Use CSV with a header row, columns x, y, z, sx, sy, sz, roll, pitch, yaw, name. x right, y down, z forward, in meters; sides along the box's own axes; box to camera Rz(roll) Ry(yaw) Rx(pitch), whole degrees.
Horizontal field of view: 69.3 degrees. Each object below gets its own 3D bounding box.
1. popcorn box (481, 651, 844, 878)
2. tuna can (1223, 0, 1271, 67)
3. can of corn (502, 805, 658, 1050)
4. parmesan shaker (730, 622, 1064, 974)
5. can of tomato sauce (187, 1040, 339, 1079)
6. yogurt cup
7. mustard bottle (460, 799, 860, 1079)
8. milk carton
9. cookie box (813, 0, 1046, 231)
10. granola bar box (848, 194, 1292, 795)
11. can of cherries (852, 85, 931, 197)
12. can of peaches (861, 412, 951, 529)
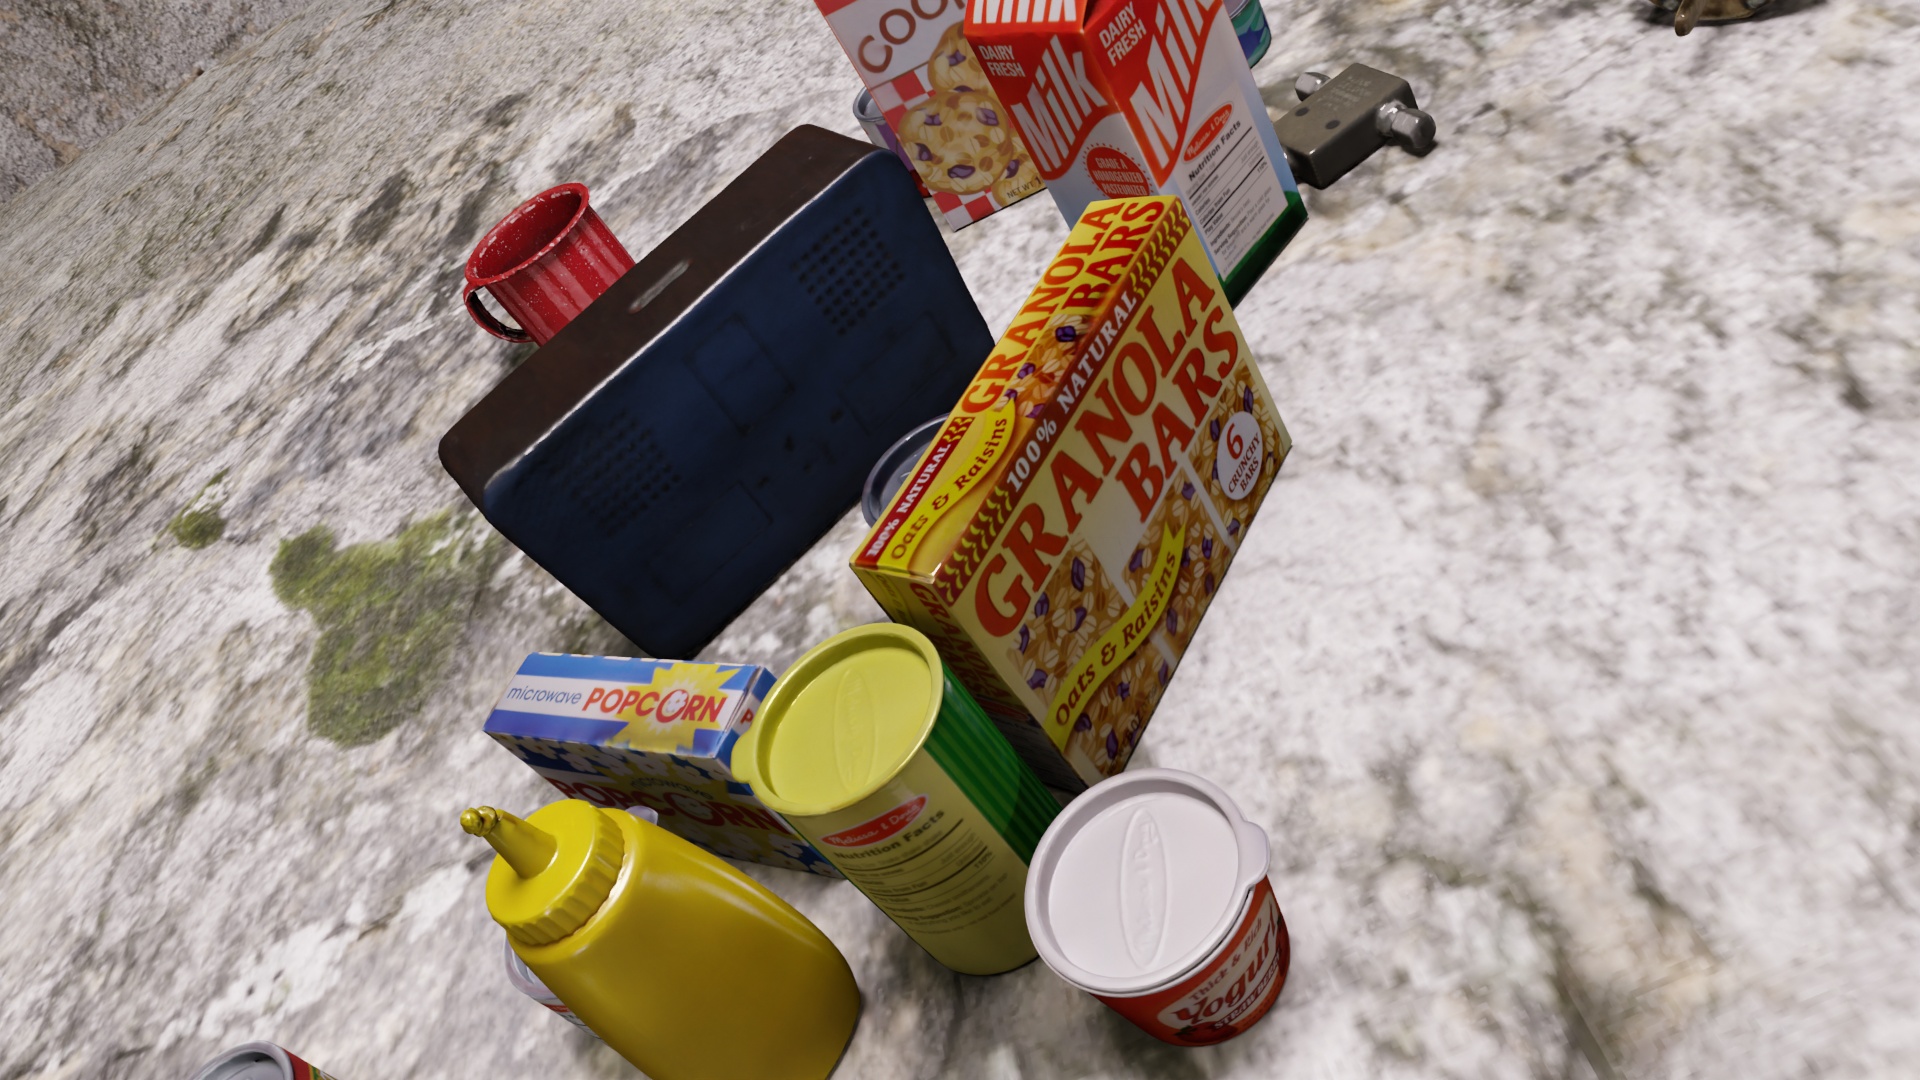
x,y,z,sx,sy,sz,roll,pitch,yaw,name
-0.103,0.081,0.514,0.126,0.085,0.038,-1,50,36,popcorn box
0.129,-0.271,0.747,0.071,0.032,0.071,-20,41,19,tuna can
-0.112,0.138,0.484,0.071,0.058,0.071,-20,41,19,can of corn
-0.013,0.083,0.432,0.071,0.102,0.072,-20,41,19,parmesan shaker
-0.217,0.215,0.463,0.071,0.083,0.071,-20,41,19,can of tomato sauce
0.059,0.107,0.395,0.072,0.053,0.073,-20,41,19,yogurt cup
-0.091,0.116,0.410,0.049,0.159,0.065,13,59,44,mustard bottle
0.069,-0.188,0.580,0.072,0.190,0.073,22,65,47,milk carton
0.011,-0.255,0.710,0.123,0.167,0.040,-22,40,17,cookie box
0.046,-0.015,0.473,0.039,0.123,0.166,8,56,41,granola bar box
-0.018,-0.243,0.805,0.071,0.058,0.072,-20,41,19,can of cherries
0.002,-0.007,0.550,0.071,0.058,0.071,-20,41,19,can of peaches
